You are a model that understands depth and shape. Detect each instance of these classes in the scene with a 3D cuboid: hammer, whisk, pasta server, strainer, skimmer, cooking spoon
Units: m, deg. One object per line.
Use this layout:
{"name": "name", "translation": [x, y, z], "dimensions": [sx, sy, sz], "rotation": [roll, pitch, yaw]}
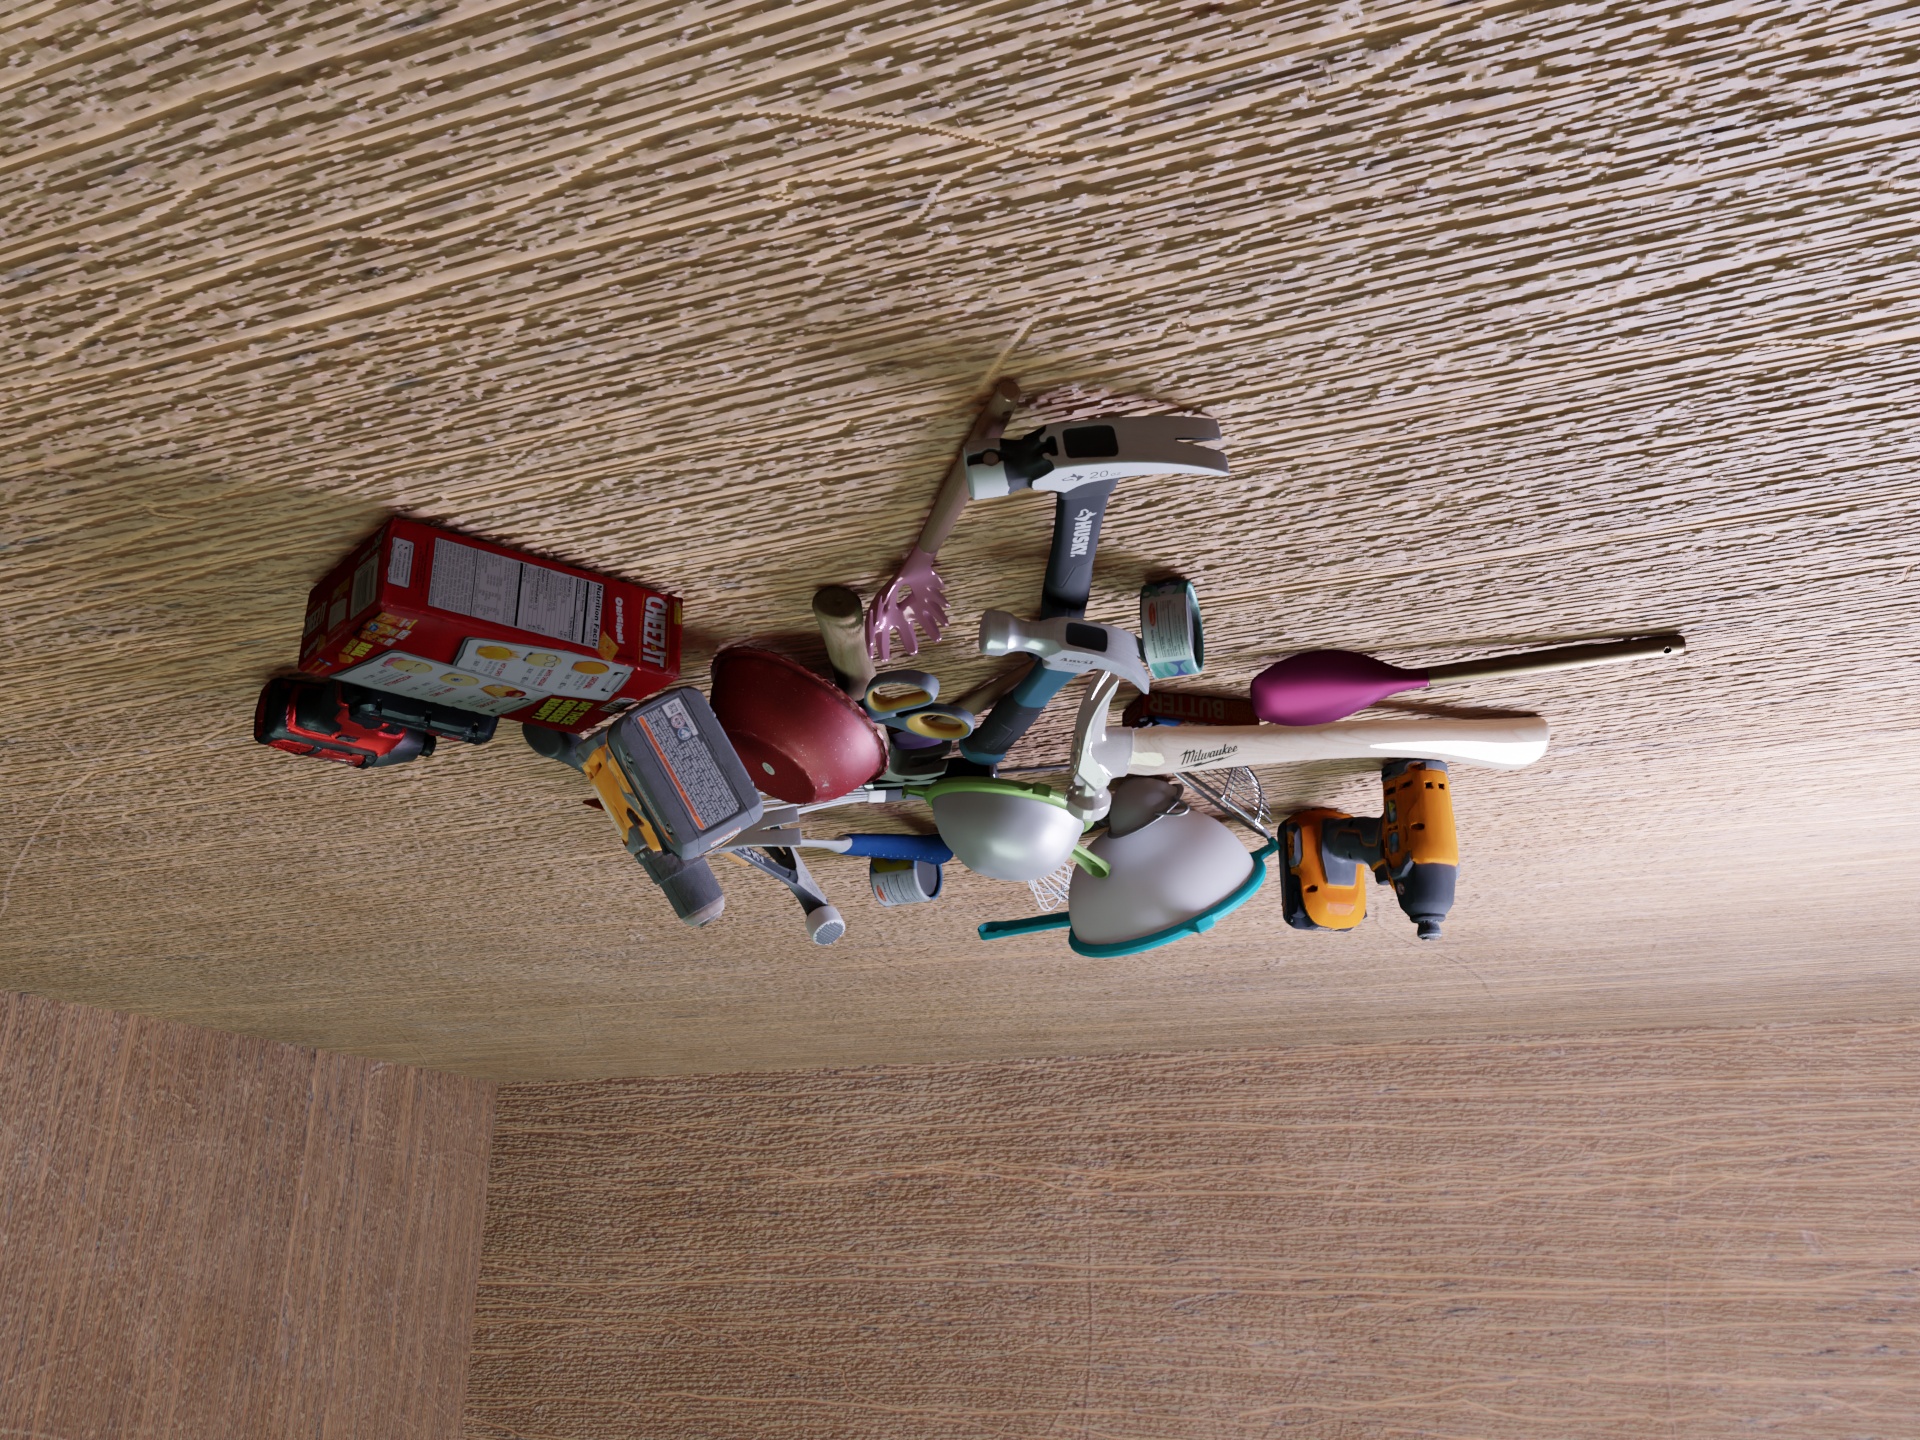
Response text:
{"name": "hammer", "translation": [-0.077, -0.020, 1.257], "dimensions": [0.130, 0.031, 0.331], "rotation": [10, 159, 6]}
{"name": "whisk", "translation": [0.073, 0.155, 1.739], "dimensions": [0.058, 0.059, 0.246], "rotation": [21, 167, 30]}
{"name": "pasta server", "translation": [-0.011, -0.116, 0.996], "dimensions": [0.060, 0.040, 0.316], "rotation": [-16, 164, -21]}
{"name": "strainer", "translation": [0.141, 0.160, 1.623], "dimensions": [0.340, 0.095, 0.211], "rotation": [-16, -168, 37]}
{"name": "strainer", "translation": [0.145, 0.094, 1.571], "dimensions": [0.087, 0.050, 0.258], "rotation": [-39, -177, -26]}
{"name": "whisk", "translation": [-0.111, 0.066, 1.483], "dimensions": [0.284, 0.070, 0.070], "rotation": [-1, 161, -11]}
{"name": "strainer", "translation": [0.066, 0.121, 1.425], "dimensions": [0.151, 0.069, 0.256], "rotation": [-2, 157, 34]}
{"name": "hammer", "translation": [-0.258, 0.089, 1.498], "dimensions": [0.036, 0.149, 0.408], "rotation": [-42, 139, 7]}
{"name": "hammer", "translation": [0.293, 0.010, 1.301], "dimensions": [0.410, 0.038, 0.146], "rotation": [-2, 129, -12]}
{"name": "skimmer", "translation": [0.091, 0.071, 1.420], "dimensions": [0.363, 0.090, 0.127], "rotation": [-4, 172, 10]}
{"name": "hammer", "translation": [0.076, -0.103, 1.016], "dimensions": [0.146, 0.035, 0.334], "rotation": [-9, 163, -2]}
{"name": "hammer", "translation": [-0.116, 0.119, 1.527], "dimensions": [0.144, 0.035, 0.405], "rotation": [-13, 169, 27]}
{"name": "cooking spoon", "translation": [0.381, -0.037, 1.208], "dimensions": [0.319, 0.017, 0.068], "rotation": [-8, 123, 11]}
{"name": "hammer", "translation": [0.049, -0.016, 1.193], "dimensions": [0.128, 0.033, 0.331], "rotation": [6, 165, -9]}

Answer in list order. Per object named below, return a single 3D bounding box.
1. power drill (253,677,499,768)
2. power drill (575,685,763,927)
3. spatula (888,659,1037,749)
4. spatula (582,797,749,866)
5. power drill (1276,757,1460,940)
{"name": "power drill", "translation": [-0.452, -0.010, 1.253], "dimensions": [0.143, 0.079, 0.220], "rotation": [17, 157, -38]}
{"name": "power drill", "translation": [-0.226, 0.074, 1.257], "dimensions": [0.084, 0.185, 0.226], "rotation": [-30, -178, -24]}
{"name": "spatula", "translation": [-0.002, -0.004, 1.335], "dimensions": [0.059, 0.018, 0.316], "rotation": [9, 160, -27]}
{"name": "spatula", "translation": [-0.283, 0.118, 1.649], "dimensions": [0.081, 0.041, 0.322], "rotation": [14, 166, 18]}
{"name": "power drill", "translation": [0.392, 0.141, 1.517], "dimensions": [0.084, 0.164, 0.226], "rotation": [5, 162, -18]}
